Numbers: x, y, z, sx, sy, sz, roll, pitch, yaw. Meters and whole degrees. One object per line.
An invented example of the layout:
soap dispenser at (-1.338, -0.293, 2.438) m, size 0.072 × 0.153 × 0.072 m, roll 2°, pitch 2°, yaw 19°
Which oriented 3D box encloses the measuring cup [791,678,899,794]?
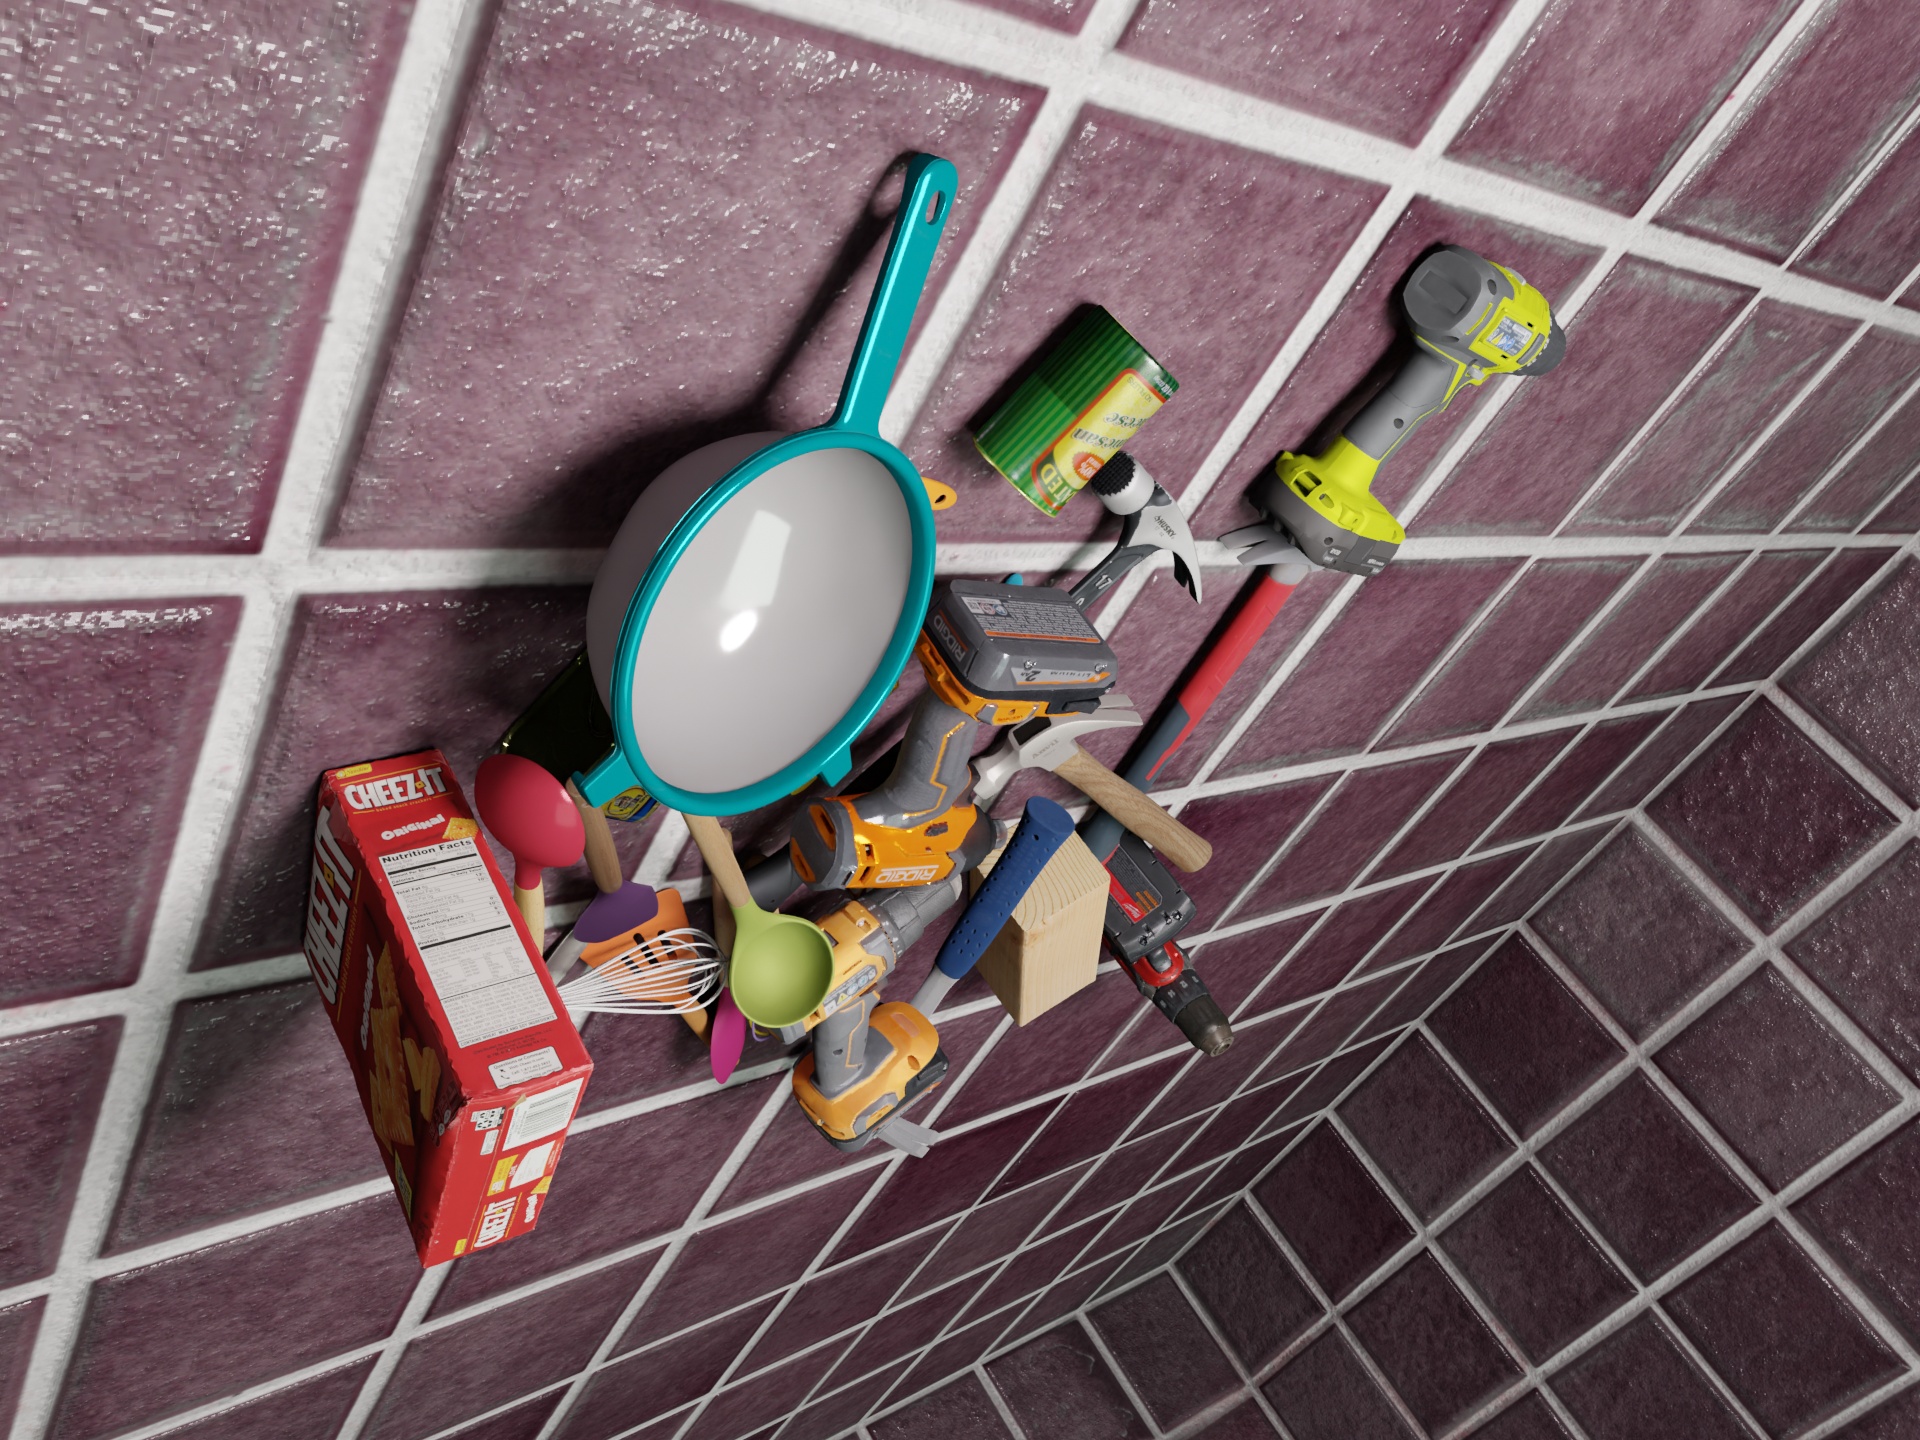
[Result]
measuring cup at (-0.089, 0.002, 1.046) m, size 0.062 × 0.029 × 0.156 m, roll -22°, pitch 161°, yaw -36°

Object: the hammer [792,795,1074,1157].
hammer at (-0.010, 0.218, 1.333) m, size 0.035 × 0.144 × 0.405 m, roll -40°, pitch 165°, yaw -53°

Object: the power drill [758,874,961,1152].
power drill at (-0.067, 0.218, 1.247) m, size 0.185 × 0.084 × 0.226 m, roll -36°, pitch 142°, yaw -22°

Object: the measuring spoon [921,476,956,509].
measuring spoon at (-0.039, -0.130, 0.904) m, size 0.116 × 0.011 × 0.021 m, roll 2°, pitch 133°, yaw -51°

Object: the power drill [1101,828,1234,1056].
power drill at (0.186, 0.217, 1.518) m, size 0.080 × 0.188 × 0.226 m, roll -35°, pitch 148°, yaw -6°

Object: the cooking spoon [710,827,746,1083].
cooking spoon at (-0.175, 0.181, 1.195) m, size 0.318 × 0.017 × 0.069 m, roll 96°, pitch 9°, yaw -49°

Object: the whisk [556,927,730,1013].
whisk at (-0.271, 0.186, 1.065) m, size 0.246 × 0.058 × 0.059 m, roll -10°, pitch 177°, yaw -25°

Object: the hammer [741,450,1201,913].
hammer at (-0.002, -0.003, 1.084) m, size 0.409 × 0.036 × 0.149 m, roll -43°, pitch 142°, yaw 9°

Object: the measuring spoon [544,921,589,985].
measuring spoon at (-0.287, 0.175, 1.088) m, size 0.034 × 0.018 × 0.124 m, roll 27°, pitch 107°, yaw -46°

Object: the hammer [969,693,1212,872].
hammer at (0.135, 0.064, 1.318) m, size 0.130 × 0.031 × 0.331 m, roll -35°, pitch 145°, yaw 14°

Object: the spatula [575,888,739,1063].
spatula at (-0.212, 0.216, 1.228) m, size 0.081 × 0.041 × 0.322 m, roll -31°, pitch 156°, yaw -11°

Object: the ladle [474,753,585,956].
ladle at (-0.252, 0.098, 0.927) m, size 0.031 × 0.069 × 0.315 m, roll -52°, pitch 176°, yaw -27°

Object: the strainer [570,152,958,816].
strainer at (-0.094, -0.121, 0.793) m, size 0.211 × 0.095 × 0.340 m, roll -2°, pitch 118°, yaw -54°

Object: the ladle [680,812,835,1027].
ladle at (-0.137, 0.108, 0.995) m, size 0.078 × 0.062 × 0.319 m, roll -39°, pitch 152°, yaw -16°

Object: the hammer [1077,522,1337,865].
hammer at (0.178, -0.008, 1.317) m, size 0.143 × 0.038 × 0.386 m, roll -8°, pitch 141°, yaw -41°

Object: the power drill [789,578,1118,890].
power drill at (0.004, 0.020, 1.023) m, size 0.164 × 0.084 × 0.226 m, roll 1°, pitch 134°, yaw -41°

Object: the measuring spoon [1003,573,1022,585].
measuring spoon at (0.026, -0.049, 1.092) m, size 0.042 × 0.021 × 0.128 m, roll -19°, pitch 148°, yaw -31°

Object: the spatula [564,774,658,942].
spatula at (-0.214, 0.091, 0.952) m, size 0.060 × 0.018 × 0.315 m, roll -25°, pitch 164°, yaw -16°

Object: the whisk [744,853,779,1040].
whisk at (-0.144, 0.177, 1.224) m, size 0.047 × 0.051 × 0.244 m, roll 2°, pitch 140°, yaw 0°

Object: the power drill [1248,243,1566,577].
power drill at (0.328, -0.216, 1.133) m, size 0.190 × 0.080 × 0.228 m, roll 3°, pitch 130°, yaw -51°
